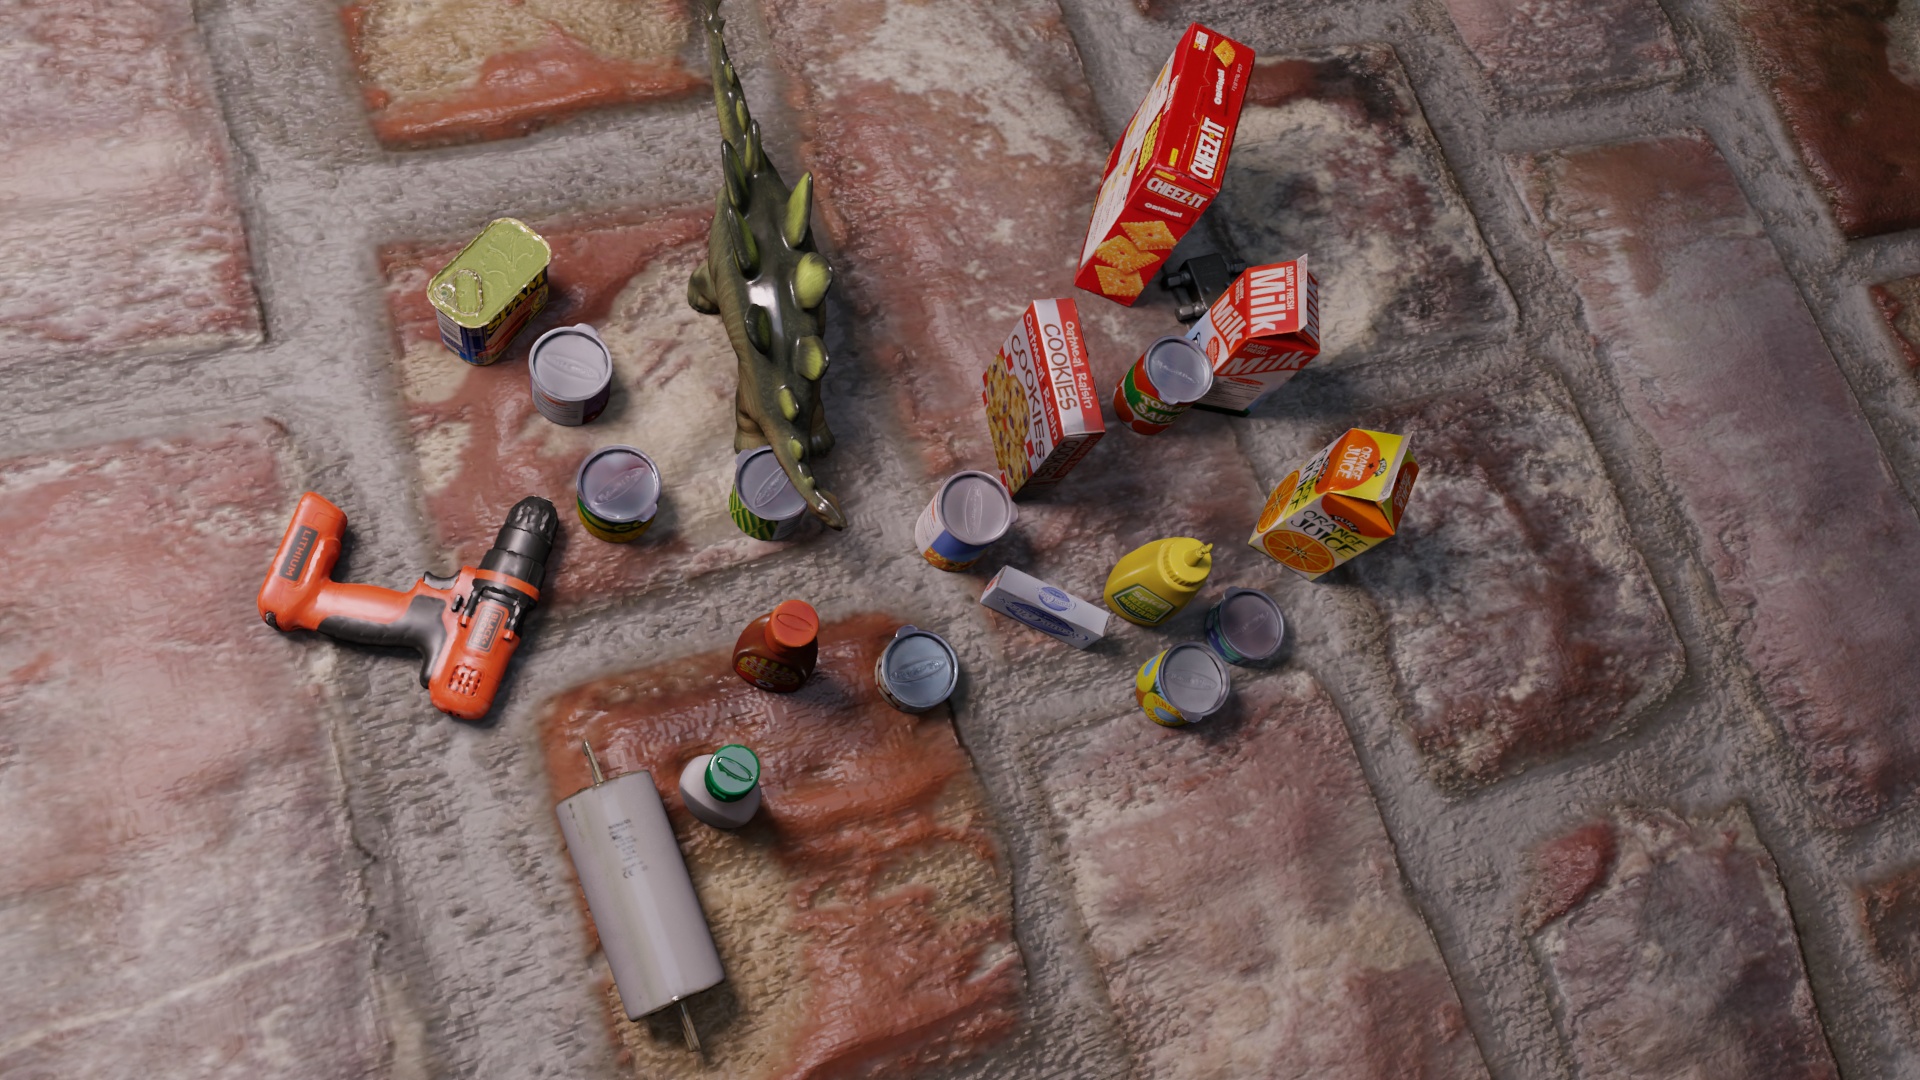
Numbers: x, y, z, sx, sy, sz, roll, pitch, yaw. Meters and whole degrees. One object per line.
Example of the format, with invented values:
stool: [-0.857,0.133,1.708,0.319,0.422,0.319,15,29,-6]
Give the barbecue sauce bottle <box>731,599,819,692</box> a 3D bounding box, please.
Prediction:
barbecue sauce bottle: [-0.140,0.081,1.083,0.065,0.148,0.044,22,68,-8]

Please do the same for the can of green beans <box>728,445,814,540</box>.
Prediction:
can of green beans: [-0.160,-0.039,1.168,0.071,0.057,0.071,5,71,-14]

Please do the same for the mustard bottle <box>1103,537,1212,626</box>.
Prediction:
mustard bottle: [0.174,0.030,1.183,0.065,0.159,0.049,30,67,-4]

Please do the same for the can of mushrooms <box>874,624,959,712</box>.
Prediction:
can of mushrooms: [-0.038,0.108,1.166,0.071,0.033,0.071,5,71,-14]

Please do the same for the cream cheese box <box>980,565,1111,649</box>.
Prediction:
cream cheese box: [0.073,0.059,1.202,0.104,0.053,0.024,25,68,-6]

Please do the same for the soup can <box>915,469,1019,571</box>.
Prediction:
soup can: [0.004,-0.015,1.191,0.071,0.083,0.071,5,71,-14]

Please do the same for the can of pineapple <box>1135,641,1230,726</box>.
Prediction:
can of pineapple: [0.192,0.127,1.210,0.071,0.057,0.071,5,71,-14]

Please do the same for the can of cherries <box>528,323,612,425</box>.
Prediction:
can of cherries: [-0.322,-0.137,1.155,0.071,0.058,0.071,5,71,-14]

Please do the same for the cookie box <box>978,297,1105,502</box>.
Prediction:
cookie box: [0.068,-0.118,1.199,0.040,0.167,0.123,-7,74,-18]

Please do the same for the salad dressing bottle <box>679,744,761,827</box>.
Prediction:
salad dressing bottle: [-0.176,0.183,1.039,0.064,0.147,0.044,32,67,-4]

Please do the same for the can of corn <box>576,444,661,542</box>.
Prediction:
can of corn: [-0.278,-0.035,1.133,0.071,0.058,0.071,5,71,-14]

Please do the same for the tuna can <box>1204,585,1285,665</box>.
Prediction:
tuna can: [0.256,0.077,1.259,0.071,0.032,0.071,5,71,-14]

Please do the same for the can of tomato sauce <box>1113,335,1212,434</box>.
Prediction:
can of tomato sauce: [0.186,-0.141,1.285,0.071,0.082,0.071,5,71,-14]

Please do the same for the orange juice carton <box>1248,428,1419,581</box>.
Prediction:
orange juice carton: [0.339,-0.035,1.233,0.073,0.192,0.072,31,67,-4]

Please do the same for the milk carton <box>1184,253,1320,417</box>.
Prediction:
milk carton: [0.269,-0.185,1.265,0.073,0.190,0.072,9,70,-13]
